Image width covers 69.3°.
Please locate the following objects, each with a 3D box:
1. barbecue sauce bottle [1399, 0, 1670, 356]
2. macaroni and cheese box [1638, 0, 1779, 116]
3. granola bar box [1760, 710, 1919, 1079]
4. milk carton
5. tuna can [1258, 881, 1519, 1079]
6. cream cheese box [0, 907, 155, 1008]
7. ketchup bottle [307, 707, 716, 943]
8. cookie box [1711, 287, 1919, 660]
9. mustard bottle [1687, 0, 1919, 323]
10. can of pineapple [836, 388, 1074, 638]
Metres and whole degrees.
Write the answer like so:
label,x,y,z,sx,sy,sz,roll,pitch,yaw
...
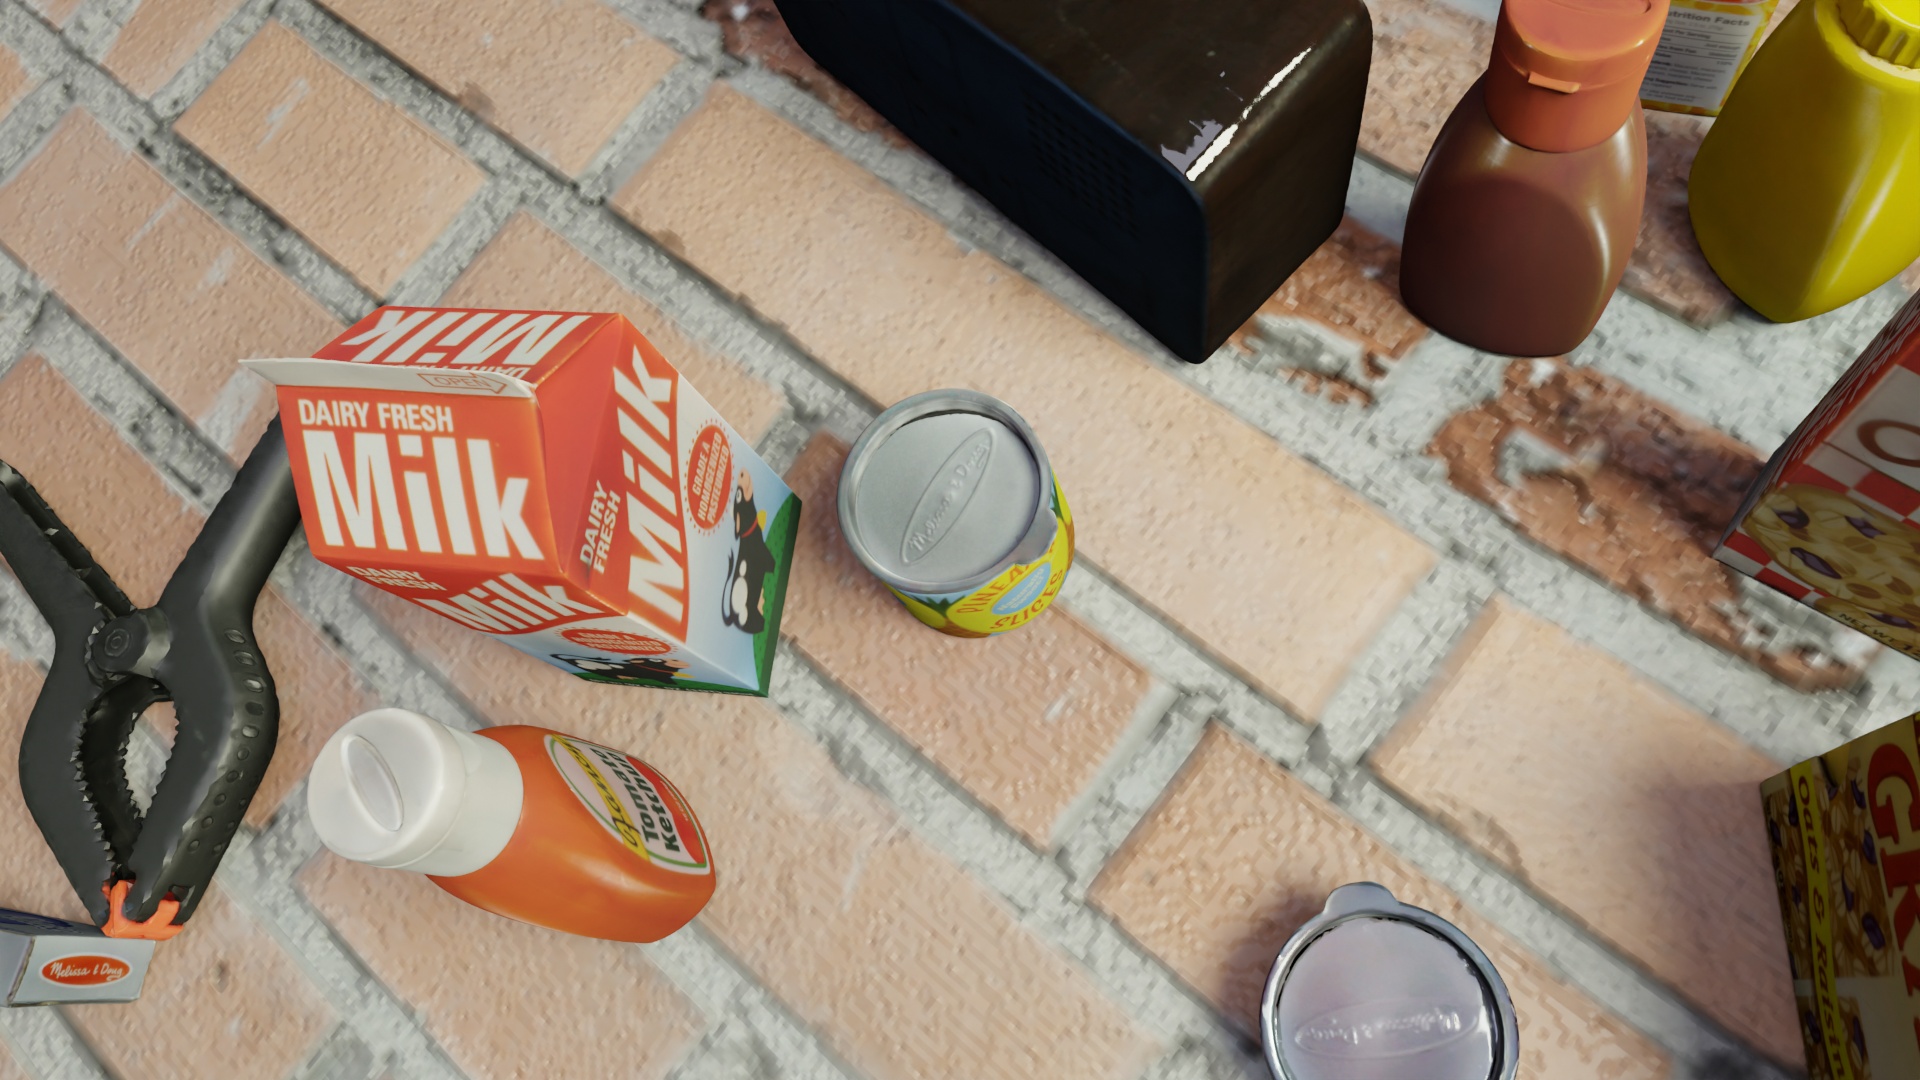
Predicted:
label,x,y,z,sx,sy,sz,roll,pitch,yaw
barbecue sauce bottle,0.160,-0.103,0.388,0.065,0.148,0.044,23,79,19
macaroni and cheese box,0.234,-0.224,0.402,0.040,0.166,0.124,13,76,17
granola bar box,0.228,0.126,0.307,0.039,0.124,0.166,-4,71,12
milk carton,-0.112,-0.011,0.397,0.072,0.190,0.073,3,73,14
tuna can,0.115,0.131,0.381,0.071,0.032,0.071,-4,71,12
cream cheese box,-0.338,0.138,0.473,0.104,0.053,0.024,5,74,15
ketchup bottle,-0.121,0.080,0.391,0.043,0.148,0.065,-39,68,-1
cookie box,0.264,-0.004,0.320,0.123,0.167,0.040,32,82,21
mustard bottle,0.241,-0.117,0.367,0.049,0.160,0.065,-28,68,3
can of pineapple,0.002,-0.006,0.441,0.071,0.057,0.071,-4,71,12
